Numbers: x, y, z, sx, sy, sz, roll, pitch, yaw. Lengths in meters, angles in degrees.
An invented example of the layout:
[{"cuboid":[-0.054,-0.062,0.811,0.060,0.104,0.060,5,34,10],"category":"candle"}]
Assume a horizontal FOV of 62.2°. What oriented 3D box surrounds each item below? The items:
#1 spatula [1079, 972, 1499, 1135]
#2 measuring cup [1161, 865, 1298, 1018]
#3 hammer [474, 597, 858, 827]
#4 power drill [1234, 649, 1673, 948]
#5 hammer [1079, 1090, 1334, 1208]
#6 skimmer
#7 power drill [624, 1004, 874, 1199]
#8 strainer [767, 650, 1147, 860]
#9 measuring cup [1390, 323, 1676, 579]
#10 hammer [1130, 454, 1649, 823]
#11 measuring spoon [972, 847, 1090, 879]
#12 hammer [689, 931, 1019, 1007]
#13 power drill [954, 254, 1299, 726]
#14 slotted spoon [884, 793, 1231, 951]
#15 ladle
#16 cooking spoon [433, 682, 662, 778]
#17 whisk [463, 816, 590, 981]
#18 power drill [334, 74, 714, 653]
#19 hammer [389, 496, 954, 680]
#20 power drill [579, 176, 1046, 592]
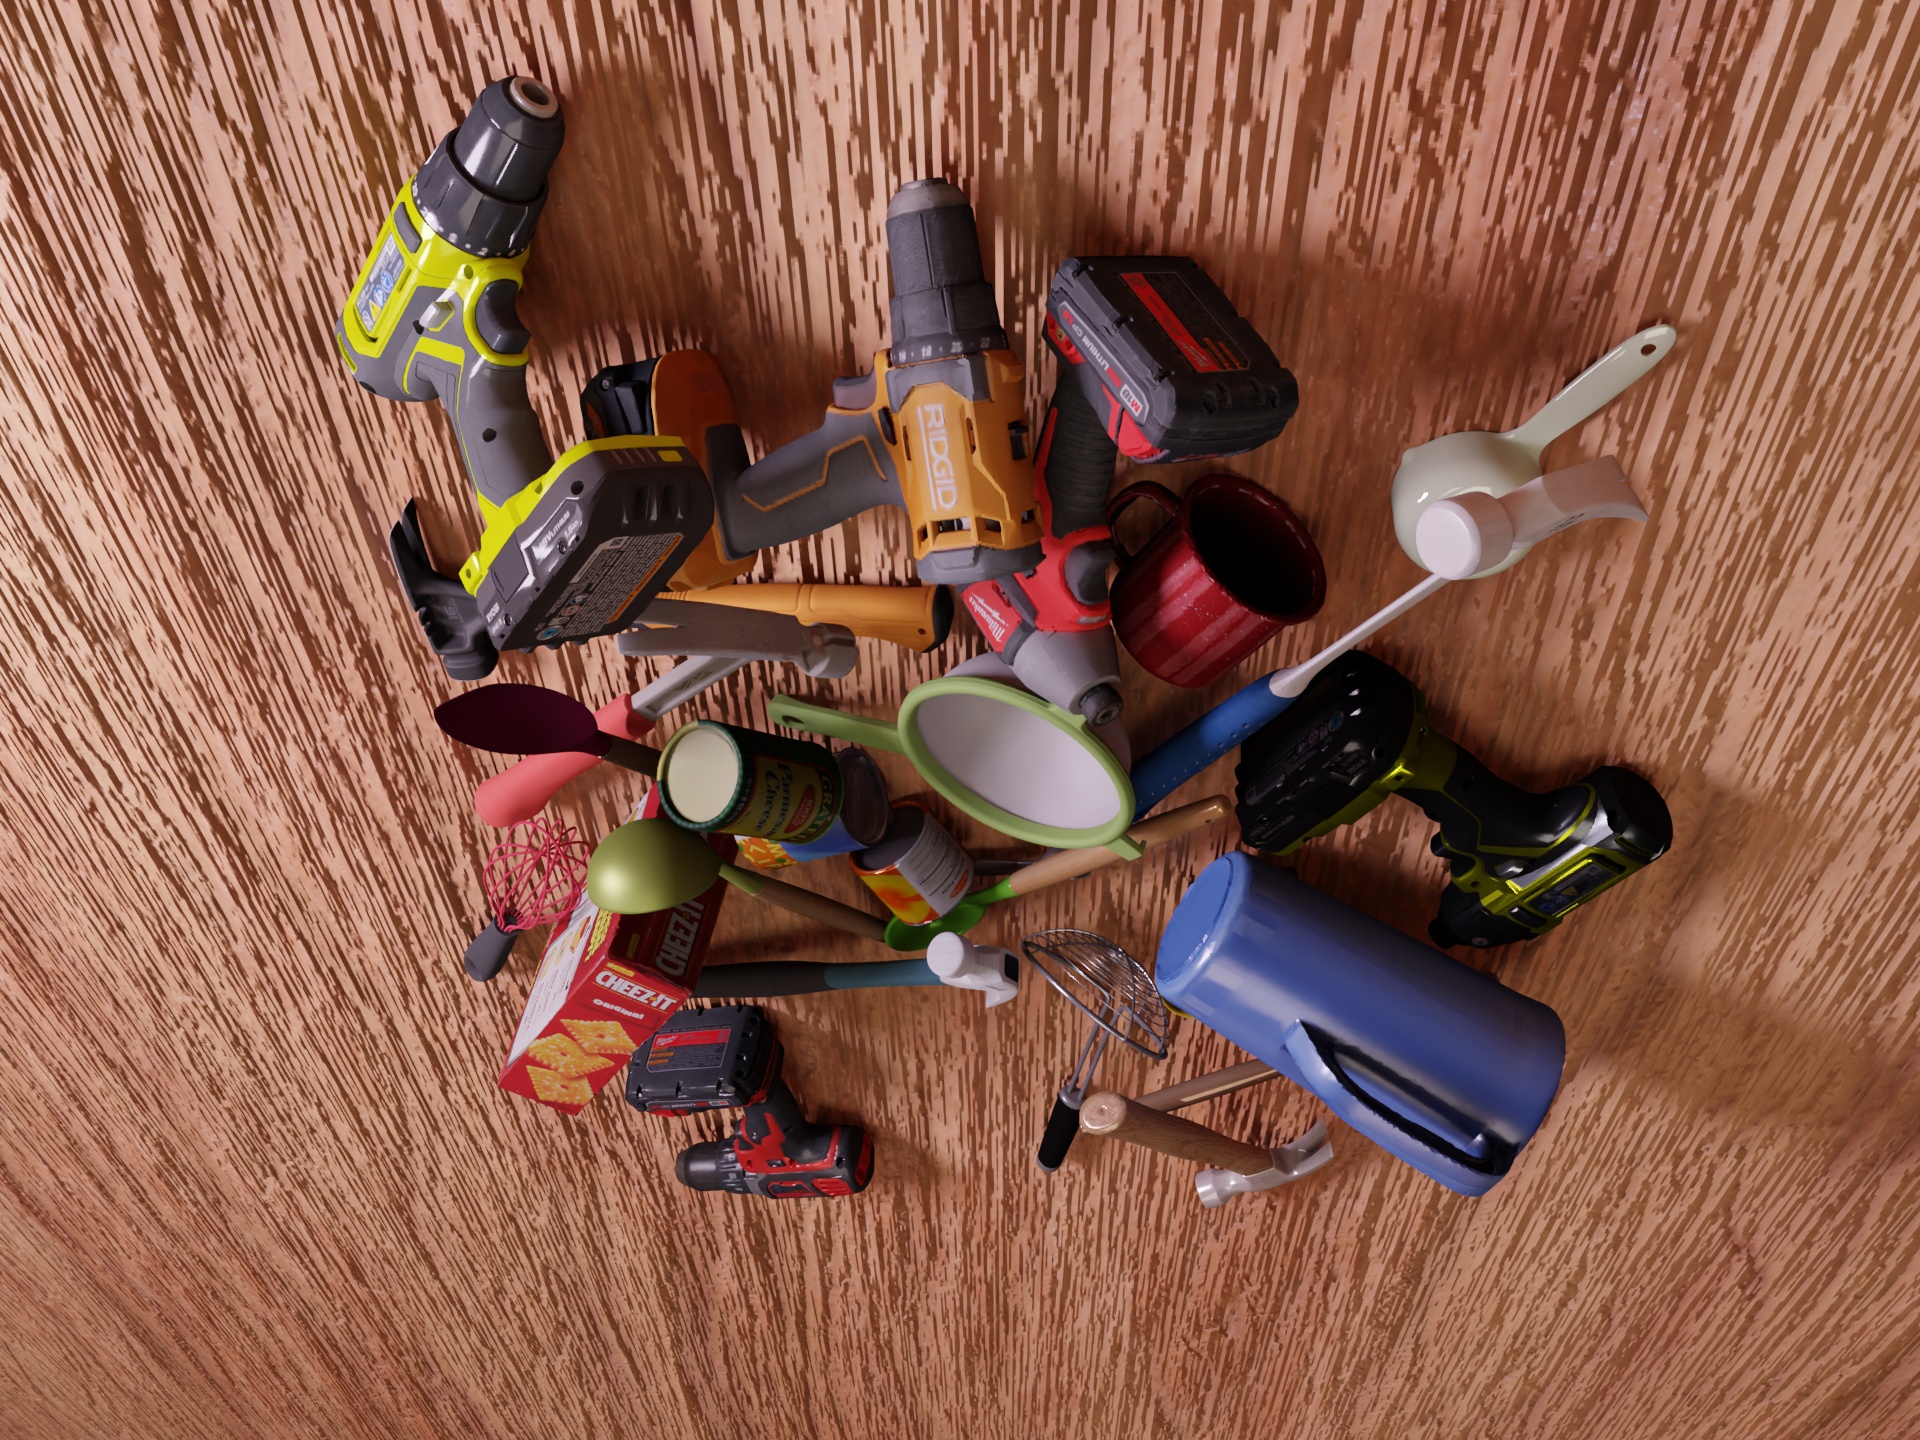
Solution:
[{"cuboid":[0.235,0.246,1.143,0.316,0.018,0.059,-20,128,9],"category":"spatula"},{"cuboid":[0.191,0.149,1.108,0.062,0.029,0.156,22,124,-10],"category":"measuring cup"},{"cuboid":[-0.223,0.005,0.980,0.149,0.037,0.359,4,160,-40],"category":"hammer"},{"cuboid":[0.282,0.061,0.955,0.223,0.080,0.171,26,135,-18],"category":"power drill"},{"cuboid":[0.181,0.315,1.186,0.130,0.031,0.331,-26,148,21],"category":"hammer"},{"cuboid":[0.079,0.276,1.212,0.127,0.090,0.363,38,144,21],"category":"skimmer"},{"cuboid":[-0.197,0.339,1.353,0.188,0.080,0.226,-9,135,22],"category":"power drill"},{"cuboid":[-0.002,-0.003,0.968,0.256,0.069,0.151,12,145,30],"category":"strainer"},{"cuboid":[0.283,-0.129,0.783,0.083,0.038,0.167,29,136,-17],"category":"measuring cup"},{"cuboid":[0.185,-0.025,0.844,0.144,0.035,0.405,-19,167,-30],"category":"hammer"},{"cuboid":[0.032,0.094,1.094,0.124,0.018,0.034,-3,144,25],"category":"measuring spoon"},{"cuboid":[-0.104,0.188,1.169,0.331,0.033,0.128,-8,159,32],"category":"hammer"},{"cuboid":[0.068,-0.106,0.786,0.078,0.143,0.219,-11,146,-32],"category":"power drill"},{"cuboid":[0.057,0.101,1.050,0.070,0.031,0.314,13,152,-39],"category":"slotted spoon"},{"cuboid":[-0.123,0.125,1.043,0.078,0.062,0.319,7,166,32],"category":"ladle"},{"cuboid":[-0.200,0.019,0.943,0.069,0.017,0.318,-21,162,14],"category":"cooking spoon"},{"cuboid":[-0.331,0.142,1.178,0.073,0.073,0.295,26,146,-14],"category":"whisk"},{"cuboid":[-0.209,-0.167,0.760,0.190,0.080,0.229,-40,72,40],"category":"power drill"},{"cuboid":[-0.171,-0.073,0.952,0.337,0.034,0.127,2,136,11],"category":"hammer"},{"cuboid":[-0.074,-0.154,0.783,0.226,0.084,0.185,-3,103,27],"category":"power drill"}]
